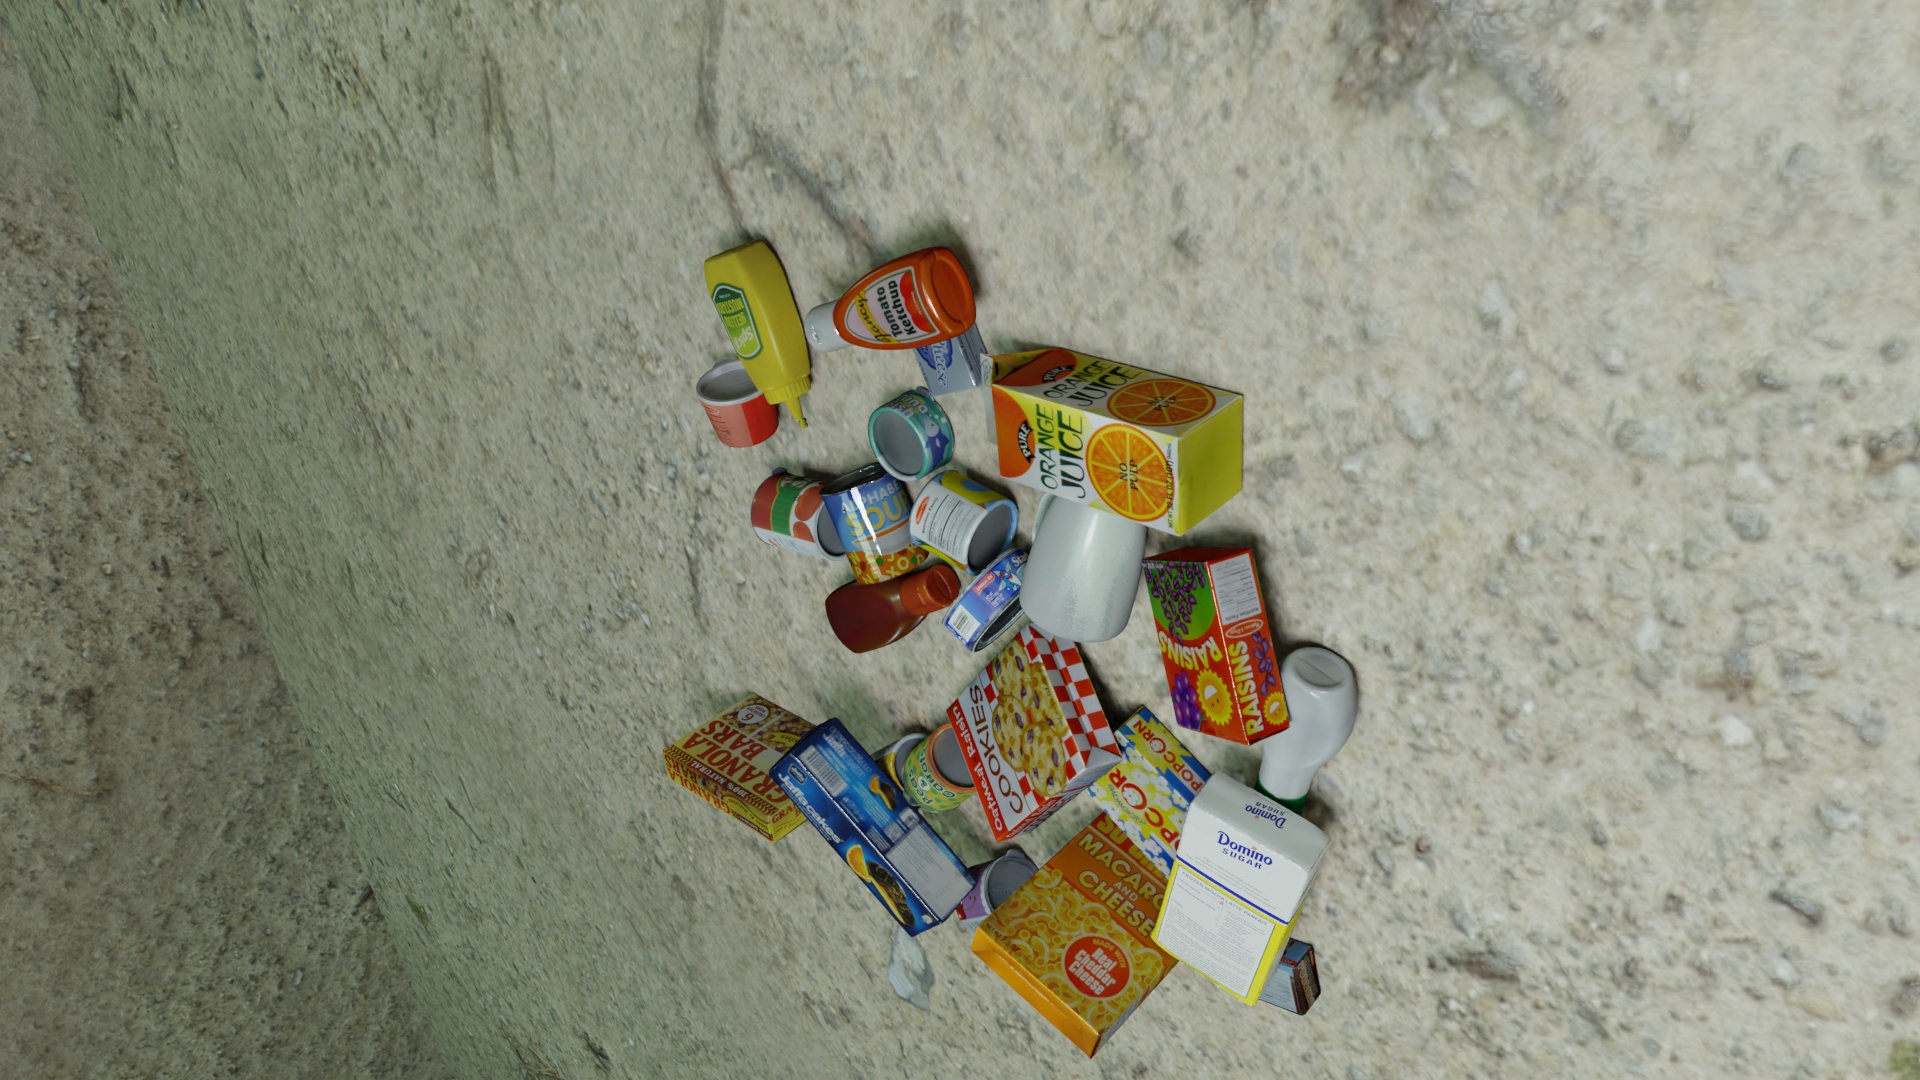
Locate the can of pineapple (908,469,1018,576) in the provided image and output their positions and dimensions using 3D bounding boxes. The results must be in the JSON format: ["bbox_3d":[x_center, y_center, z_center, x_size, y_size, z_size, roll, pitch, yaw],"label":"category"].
[{"bbox_3d":[0.004,-0.013,1.069,0.058,0.071,0.070,29,134,30],"label":"can of pineapple"}]

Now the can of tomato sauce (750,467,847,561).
[{"bbox_3d":[-0.130,-0.023,1.204,0.083,0.071,0.071,13,124,41],"label":"can of tomato sauce"}]

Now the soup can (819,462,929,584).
[{"bbox_3d":[-0.069,-0.014,1.142,0.071,0.072,0.083,-5,112,48],"label":"soup can"}]

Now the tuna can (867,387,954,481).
[{"bbox_3d":[-0.039,-0.083,1.090,0.071,0.033,0.070,27,133,32],"label":"tuna can"}]

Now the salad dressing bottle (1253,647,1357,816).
[{"bbox_3d":[0.229,0.140,0.950,0.064,0.044,0.146,35,138,31],"label":"salad dressing bottle"}]

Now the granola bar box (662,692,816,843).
[{"bbox_3d":[-0.200,0.227,1.404,0.166,0.125,0.038,21,128,37],"label":"granola bar box"}]

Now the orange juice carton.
[{"bbox_3d":[0.087,-0.074,0.929,0.193,0.073,0.071,21,130,37],"label":"orange juice carton"}]

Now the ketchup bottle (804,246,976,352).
[{"bbox_3d":[-0.055,-0.166,1.000,0.148,0.044,0.064,-6,111,48],"label":"ketchup bottle"}]

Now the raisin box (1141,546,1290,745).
[{"bbox_3d":[0.169,0.068,0.929,0.086,0.040,0.123,0,105,67],"label":"raisin box"}]

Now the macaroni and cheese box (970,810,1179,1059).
[{"bbox_3d":[0.109,0.302,1.091,0.124,0.167,0.040,37,138,24],"label":"macaroni and cheese box"}]

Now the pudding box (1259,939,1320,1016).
[{"bbox_3d":[0.236,0.332,1.087,0.083,0.030,0.049,7,122,44],"label":"pudding box"}]

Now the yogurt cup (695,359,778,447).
[{"bbox_3d":[-0.190,-0.117,1.205,0.072,0.073,0.053,23,139,35],"label":"yogurt cup"}]

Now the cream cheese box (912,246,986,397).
[{"bbox_3d":[-0.016,-0.160,1.020,0.053,0.024,0.103,-6,111,47],"label":"cream cheese box"}]

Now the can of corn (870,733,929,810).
[{"bbox_3d":[-0.047,0.218,1.281,0.071,0.071,0.058,55,141,2],"label":"can of corn"}]

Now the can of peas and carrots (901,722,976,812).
[{"bbox_3d":[-0.012,0.202,1.229,0.071,0.071,0.058,51,141,7],"label":"can of peas and carrots"}]

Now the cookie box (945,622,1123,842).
[{"bbox_3d":[0.056,0.155,1.117,0.166,0.040,0.123,-53,52,51],"label":"cookie box"}]

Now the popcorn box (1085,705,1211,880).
[{"bbox_3d":[0.157,0.202,1.073,0.127,0.038,0.084,46,141,13],"label":"popcorn box"}]

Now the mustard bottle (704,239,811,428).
[{"bbox_3d":[-0.158,-0.165,1.148,0.065,0.049,0.160,-3,113,50],"label":"mustard bottle"}]

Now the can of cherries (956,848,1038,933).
[{"bbox_3d":[0.036,0.322,1.269,0.071,0.072,0.058,56,143,1],"label":"can of cherries"}]

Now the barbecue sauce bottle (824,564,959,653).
[{"bbox_3d":[-0.058,0.055,1.199,0.148,0.044,0.065,-23,98,51],"label":"barbecue sauce bottle"}]
